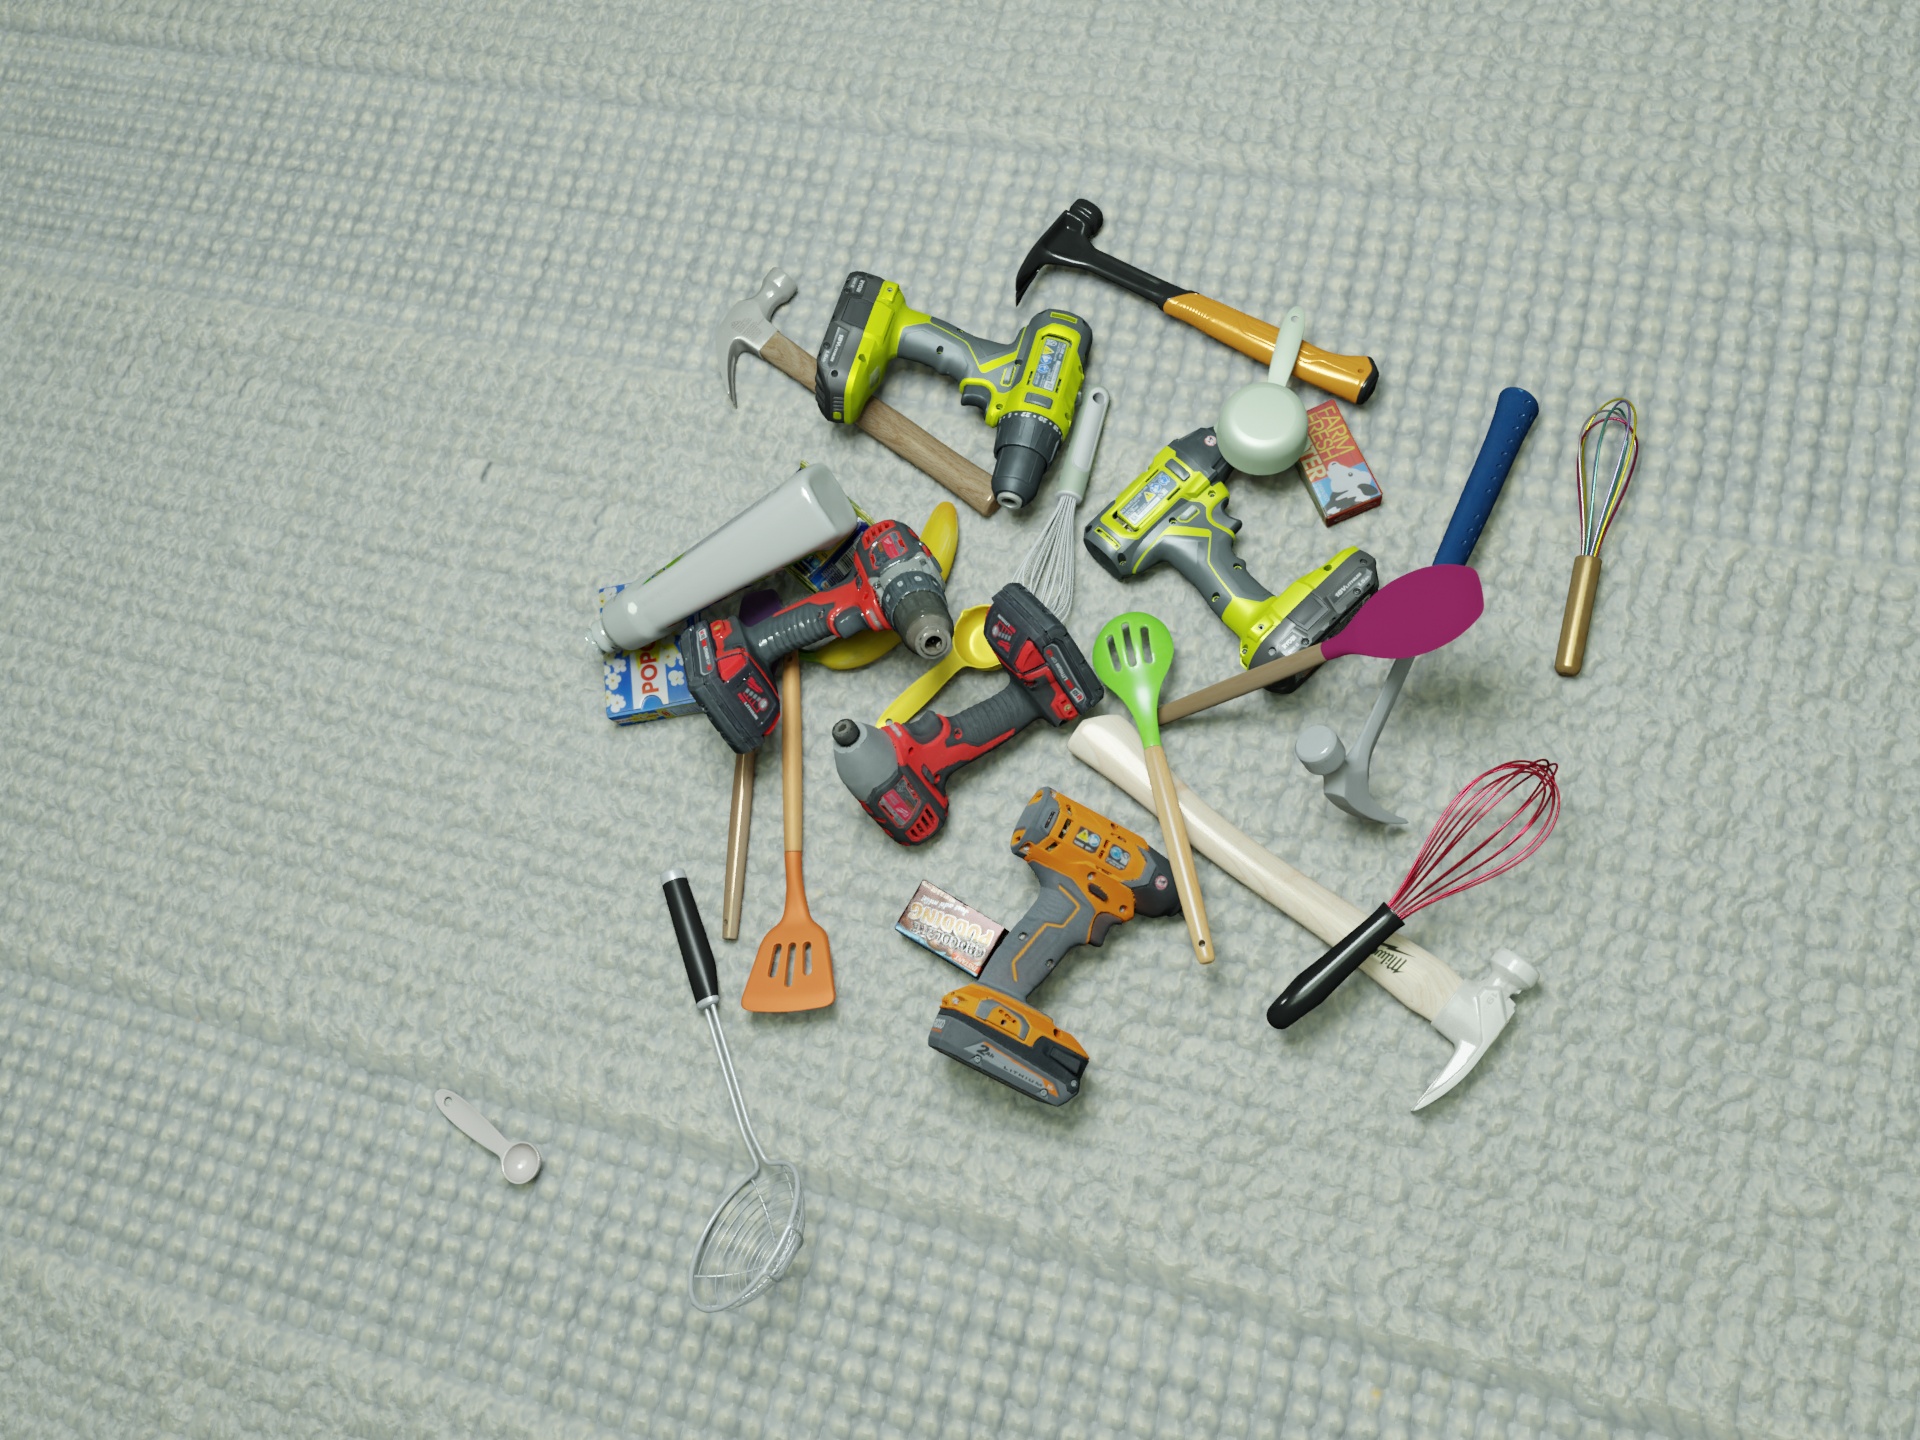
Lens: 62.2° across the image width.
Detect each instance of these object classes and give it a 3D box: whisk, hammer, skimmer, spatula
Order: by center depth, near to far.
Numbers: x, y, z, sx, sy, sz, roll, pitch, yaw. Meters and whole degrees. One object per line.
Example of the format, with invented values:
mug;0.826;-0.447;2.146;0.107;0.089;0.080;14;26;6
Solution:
whisk;0.348;0.135;1.221;0.296;0.073;0.073;-43;72;4
hammer;0.250;0.136;1.288;0.411;0.038;0.146;37;84;18
skimmer;-0.210;0.289;1.294;0.127;0.090;0.364;-34;65;32
hammer;0.390;-0.100;1.304;0.035;0.143;0.406;10;64;44
whisk;0.526;-0.154;1.327;0.047;0.051;0.245;8;79;33
spatula;-0.146;0.088;1.364;0.081;0.041;0.323;-5;75;9
spatula;-0.188;0.035;1.399;0.060;0.018;0.316;-7;72;36
whisk;0.094;-0.190;1.405;0.057;0.059;0.246;20;72;-13
hammer;0.213;-0.360;1.422;0.337;0.034;0.127;29;66;17
hammer;-0.094;-0.289;1.473;0.331;0.031;0.130;37;83;17

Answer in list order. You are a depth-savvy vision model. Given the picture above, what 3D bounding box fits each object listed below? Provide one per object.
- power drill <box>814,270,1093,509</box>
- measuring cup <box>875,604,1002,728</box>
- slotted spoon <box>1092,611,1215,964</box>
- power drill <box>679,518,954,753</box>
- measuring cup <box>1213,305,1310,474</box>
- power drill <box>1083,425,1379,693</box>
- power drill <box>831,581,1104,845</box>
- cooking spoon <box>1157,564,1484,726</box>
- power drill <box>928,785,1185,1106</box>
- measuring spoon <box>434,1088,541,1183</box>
power drill;-0.009;-0.296;1.414;0.228;0.080;0.191;16;68;2
measuring cup;-0.013;-0.038;1.395;0.156;0.029;0.062;-41;71;9
slotted spoon;0.165;0.046;1.294;0.070;0.031;0.314;-16;66;12
power drill;-0.112;-0.066;1.315;0.226;0.080;0.188;-30;34;3
measuring cup;0.268;-0.289;1.348;0.083;0.038;0.168;15;73;12
power drill;0.239;-0.145;1.352;0.171;0.080;0.223;-44;69;-4
power drill;-0.002;-0.004;1.313;0.219;0.143;0.079;-39;44;-2
cooking spoon;0.266;-0.046;1.256;0.319;0.017;0.069;-23;59;39
power drill;0.087;0.187;1.270;0.164;0.084;0.226;28;76;-7
measuring spoon;-0.401;0.351;1.352;0.124;0.018;0.034;30;81;23
